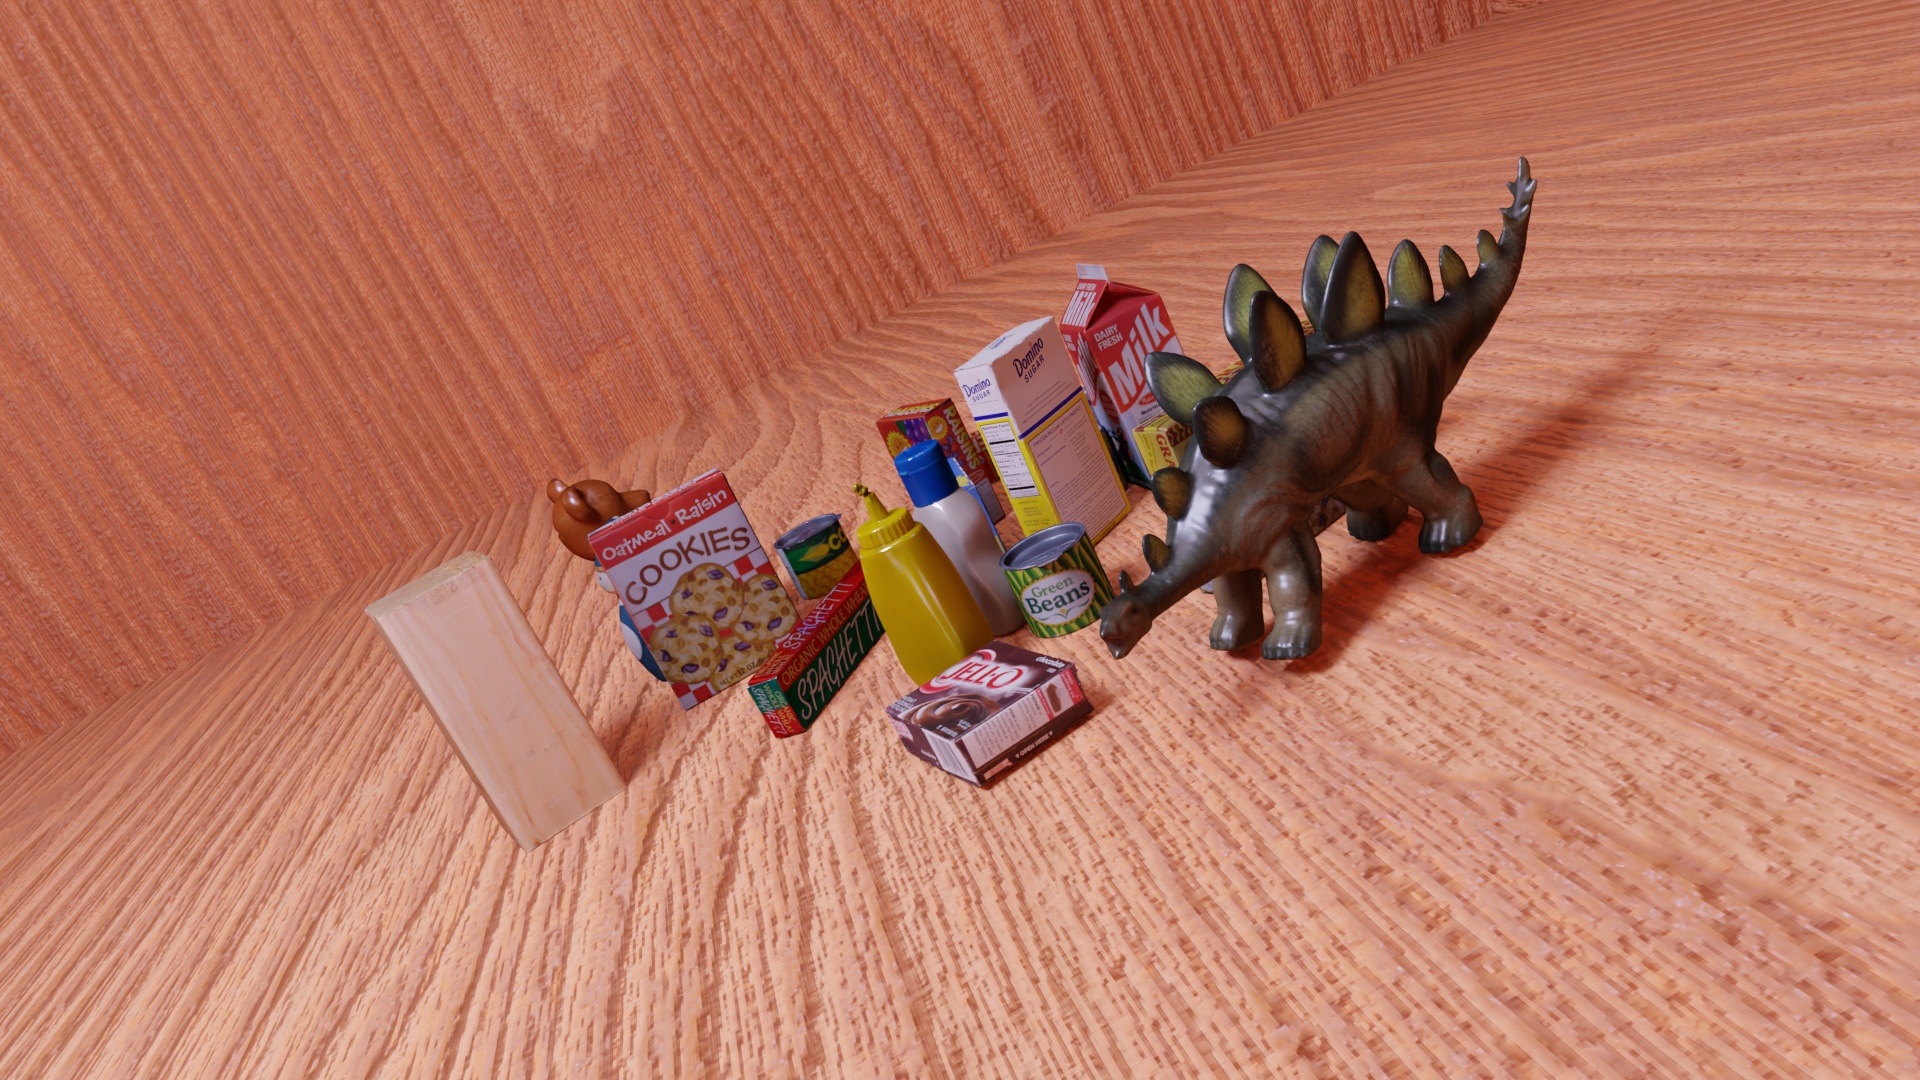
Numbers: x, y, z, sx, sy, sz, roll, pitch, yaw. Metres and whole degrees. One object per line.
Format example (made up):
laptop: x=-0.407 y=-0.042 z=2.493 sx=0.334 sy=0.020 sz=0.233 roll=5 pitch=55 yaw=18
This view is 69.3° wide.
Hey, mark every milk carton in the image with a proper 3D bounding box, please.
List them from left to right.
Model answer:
milk carton: x=0.144 y=-0.144 z=1.162 sx=0.073 sy=0.190 sz=0.072 roll=-28 pitch=16 yaw=-7

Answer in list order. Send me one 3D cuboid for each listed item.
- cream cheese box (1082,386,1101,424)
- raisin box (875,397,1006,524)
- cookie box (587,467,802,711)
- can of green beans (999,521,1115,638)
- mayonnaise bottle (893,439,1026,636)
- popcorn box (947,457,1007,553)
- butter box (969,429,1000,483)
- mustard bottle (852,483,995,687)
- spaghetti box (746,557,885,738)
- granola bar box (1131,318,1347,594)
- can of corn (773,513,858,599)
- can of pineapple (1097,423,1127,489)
cream cheese box: x=0.113 y=-0.116 z=1.367 sx=0.104 sy=0.053 sz=0.024 roll=-26 pitch=16 yaw=-3
raisin box: x=-0.018 y=-0.066 z=1.280 sx=0.040 sy=0.123 sz=0.086 roll=-35 pitch=18 yaw=-29
cookie box: x=-0.218 y=0.040 z=1.168 sx=0.123 sy=0.167 sz=0.040 roll=-29 pitch=16 yaw=-12
can of green beans: x=0.069 y=0.028 z=0.979 sx=0.071 sy=0.057 sz=0.071 roll=-23 pitch=16 yaw=7
mayonnaise bottle: x=-0.001 y=-0.001 z=1.011 sx=0.041 sy=0.147 sz=0.064 roll=-36 pitch=19 yaw=-32
popcorn box: x=0.004 y=-0.014 z=1.156 sx=0.038 sy=0.085 sz=0.127 roll=-26 pitch=16 yaw=-1
butter box: x=0.027 y=-0.086 z=1.398 sx=0.103 sy=0.053 sz=0.024 roll=-25 pitch=16 yaw=1
mustard bottle: x=-0.031 y=0.029 z=0.942 sx=0.065 sy=0.160 sz=0.049 roll=-13 pitch=20 yaw=38
spaghetti box: x=-0.092 y=0.068 z=1.104 sx=0.028 sy=0.050 sz=0.251 roll=-17 pitch=18 yaw=28
granola bar box: x=0.204 y=-0.058 z=0.927 sx=0.166 sy=0.124 sz=0.039 roll=-34 pitch=18 yaw=-26
can of corn: x=-0.132 y=0.014 z=1.314 sx=0.071 sy=0.058 sz=0.071 roll=-23 pitch=16 yaw=7
can of pineapple: x=0.105 y=-0.062 z=1.203 sx=0.071 sy=0.057 sz=0.071 roll=-23 pitch=16 yaw=7
